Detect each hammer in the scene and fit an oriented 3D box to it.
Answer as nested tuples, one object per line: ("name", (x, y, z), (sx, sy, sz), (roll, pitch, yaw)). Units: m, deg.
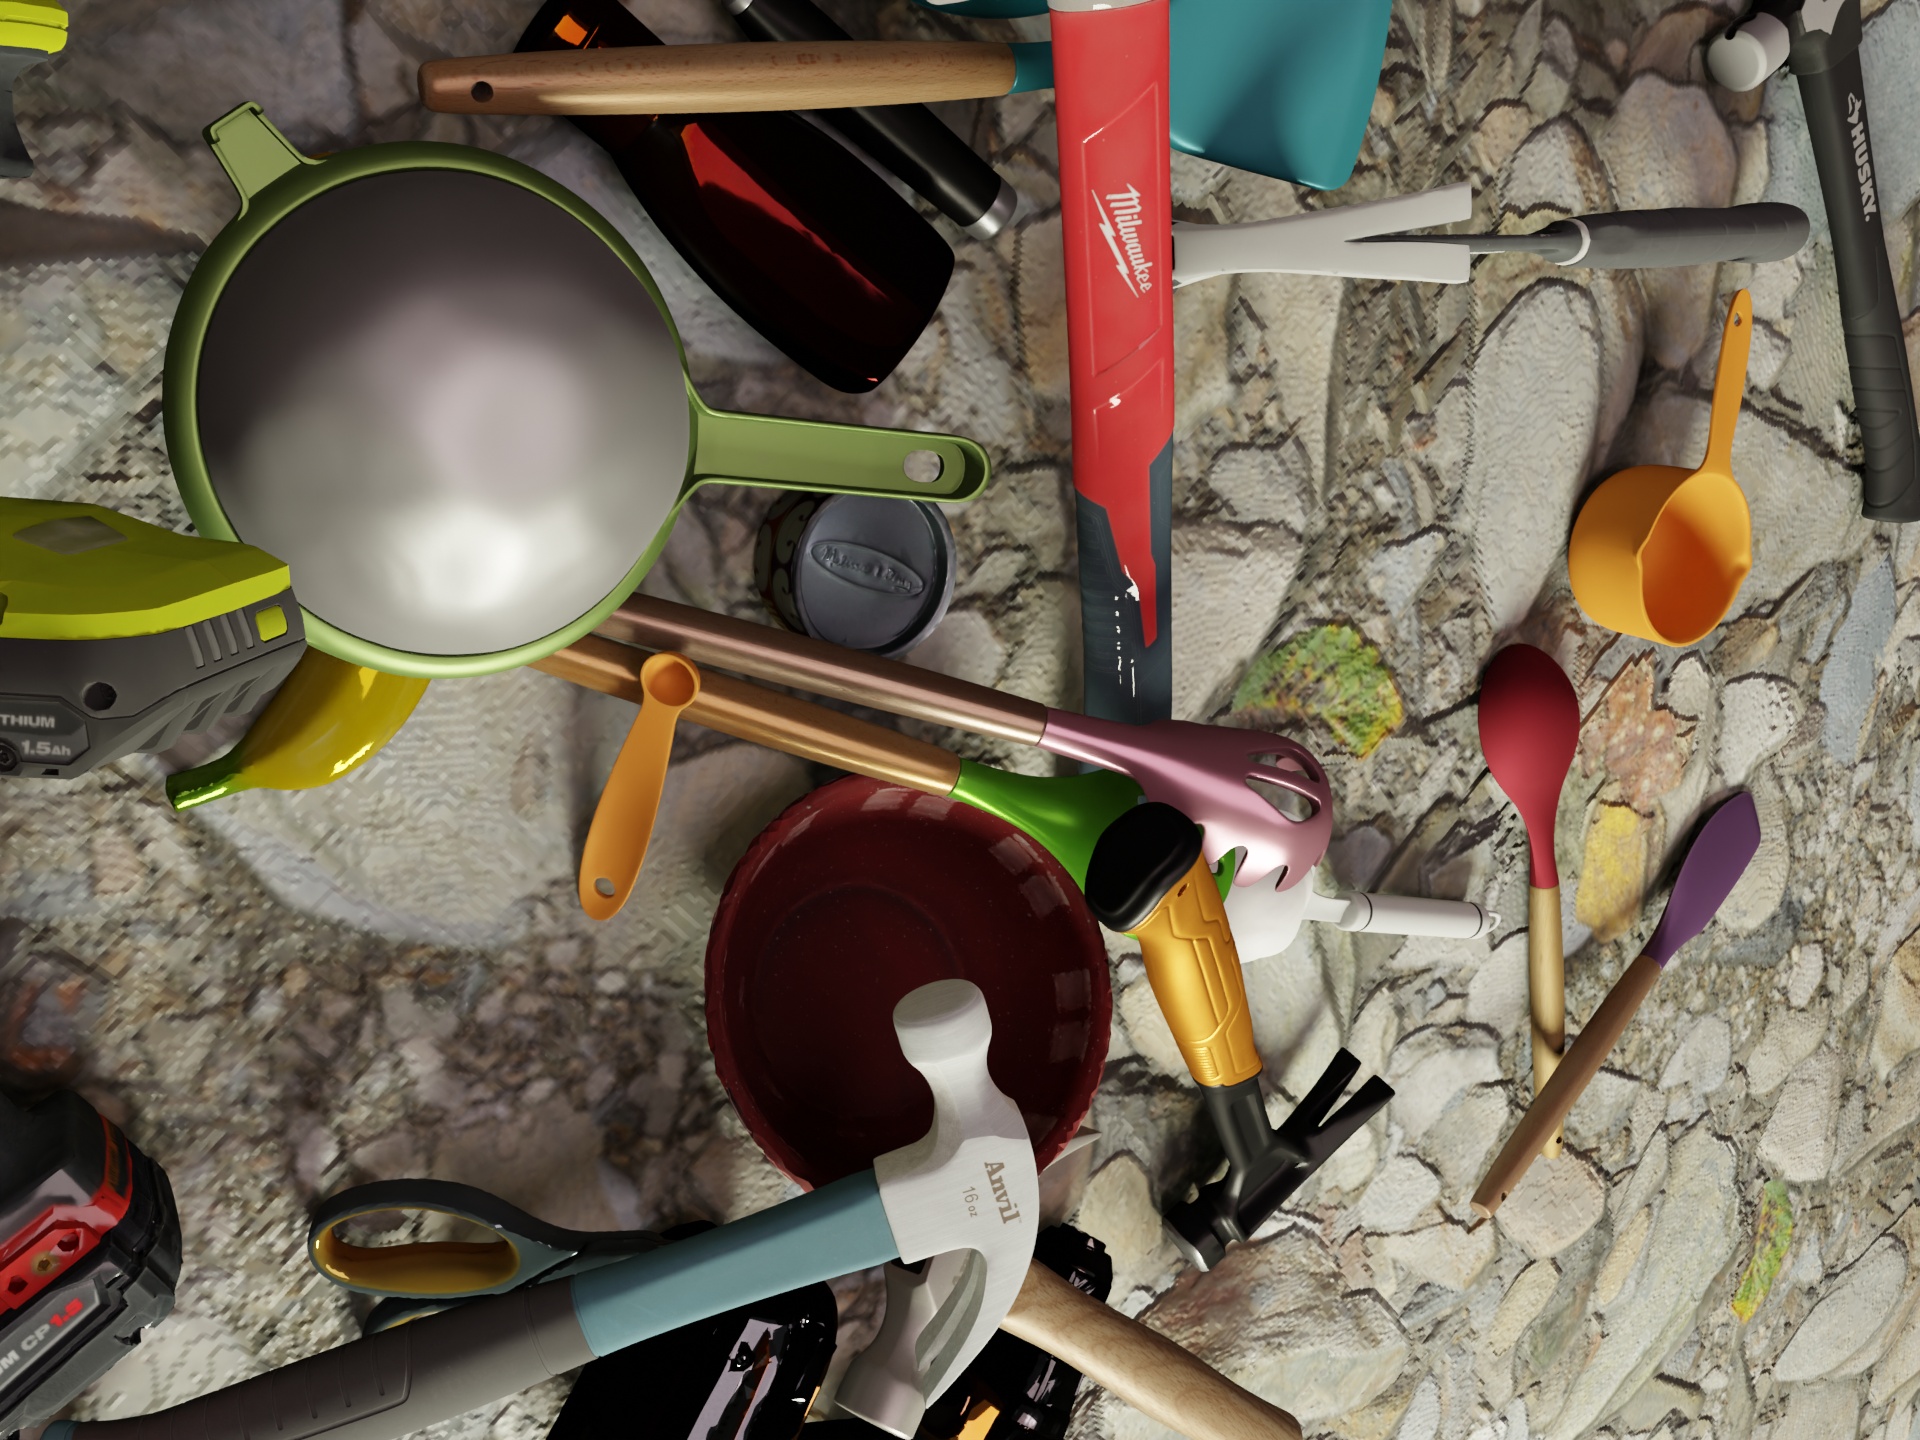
("hammer", (0.110, 0.125, 0.638), (0.127, 0.034, 0.336), (-40, 144, -11))
("hammer", (0.249, -0.203, 0.668), (0.409, 0.149, 0.036), (-14, 108, -37))
("hammer", (0.487, -0.247, 0.854), (0.146, 0.035, 0.334), (-40, 121, -17))
("hammer", (0.073, 0.270, 0.679), (0.331, 0.031, 0.130), (46, 61, -42))
("hammer", (-0.133, 0.193, 0.506), (0.331, 0.033, 0.128), (-18, 104, -4))
("hammer", (0.071, -0.095, 0.552), (0.143, 0.038, 0.385), (-12, 129, -7))

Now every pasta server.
("pasta server", (-0.001, -0.002, 0.551), (0.316, 0.040, 0.060), (15, 62, -17))

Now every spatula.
("spatula", (0.371, 0.152, 0.887), (0.316, 0.018, 0.059), (-44, 122, -24))
("spatula", (-0.003, -0.199, 0.490), (0.317, 0.044, 0.082), (-15, 129, -27))

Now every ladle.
("ladle", (0.310, 0.108, 0.847), (0.069, 0.031, 0.315), (-24, 117, -26))

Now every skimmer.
("skimmer", (-0.089, -0.261, 0.441), (0.363, 0.090, 0.127), (31, 56, -37))

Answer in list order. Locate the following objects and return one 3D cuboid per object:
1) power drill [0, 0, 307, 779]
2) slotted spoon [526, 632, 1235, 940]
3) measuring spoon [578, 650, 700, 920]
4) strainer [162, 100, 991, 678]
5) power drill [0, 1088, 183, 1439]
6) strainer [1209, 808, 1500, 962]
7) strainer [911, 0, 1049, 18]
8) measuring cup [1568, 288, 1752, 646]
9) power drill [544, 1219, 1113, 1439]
("power drill", (-0.218, -0.108, 0.355), (0.190, 0.080, 0.228), (4, 107, 10))
("slotted spoon", (-0.027, 0.014, 0.561), (0.313, 0.031, 0.070), (19, 77, -21))
("measuring spoon", (-0.108, 0.023, 0.533), (0.021, 0.011, 0.116), (25, 122, 2))
("strainer", (-0.087, -0.081, 0.463), (0.256, 0.069, 0.151), (0, 101, -33))
("power drill", (-0.337, 0.113, 0.398), (0.188, 0.080, 0.226), (-40, 118, -18))
("strainer", (0.181, 0.089, 0.750), (0.258, 0.050, 0.087), (9, 114, -38))
("strainer", (0.043, -0.310, 0.520), (0.211, 0.095, 0.340), (-43, 147, 9))
("measuring cup", (0.353, -0.126, 0.792), (0.095, 0.052, 0.173), (1, 101, -33))
("power drill", (-0.034, 0.271, 0.637), (0.226, 0.084, 0.185), (38, 75, -39))
